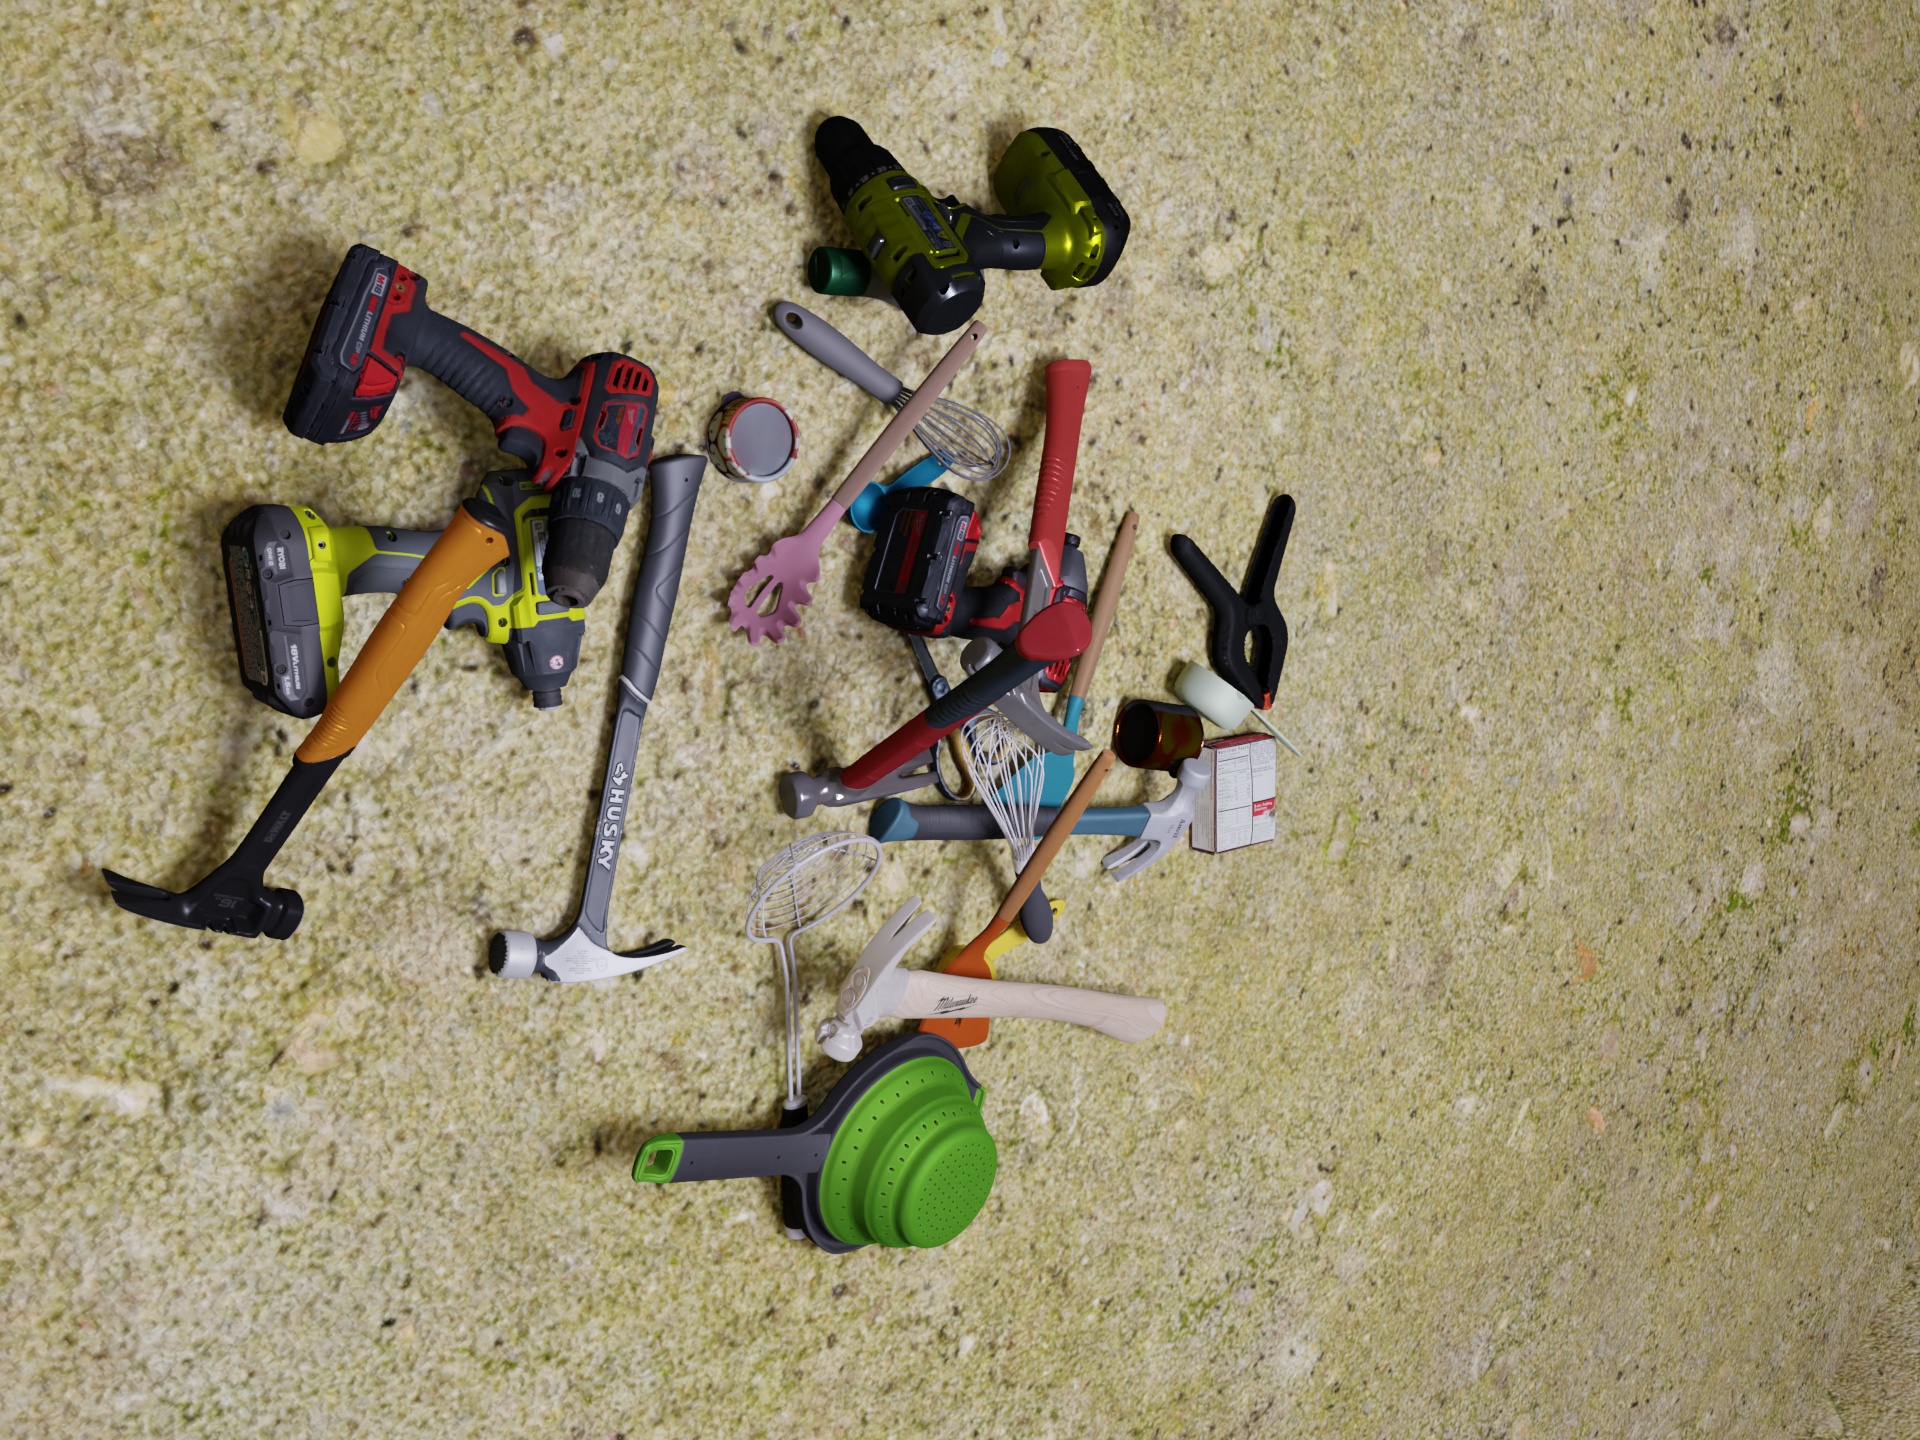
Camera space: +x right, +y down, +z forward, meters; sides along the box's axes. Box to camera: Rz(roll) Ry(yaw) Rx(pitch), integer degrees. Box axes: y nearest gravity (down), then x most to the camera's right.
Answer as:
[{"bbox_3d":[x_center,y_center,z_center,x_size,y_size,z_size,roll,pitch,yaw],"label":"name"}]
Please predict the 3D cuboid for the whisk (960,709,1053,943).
[{"bbox_3d":[0.050,0.098,1.366,0.070,0.070,0.284,-38,138,-26],"label":"whisk"}]

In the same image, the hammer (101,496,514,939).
[{"bbox_3d":[-0.393,-0.001,0.996,0.337,0.034,0.127,-52,144,10],"label":"hammer"}]

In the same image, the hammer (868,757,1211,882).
[{"bbox_3d":[0.071,0.090,1.430,0.330,0.033,0.128,2,125,-31],"label":"hammer"}]

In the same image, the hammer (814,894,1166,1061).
[{"bbox_3d":[0.058,0.238,1.388,0.410,0.038,0.146,16,113,-47],"label":"hammer"}]

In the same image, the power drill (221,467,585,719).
[{"bbox_3d":[-0.364,-0.077,1.075,0.223,0.080,0.171,-12,104,-38],"label":"power drill"}]

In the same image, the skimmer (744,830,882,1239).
[{"bbox_3d":[-0.119,0.264,1.303,0.127,0.090,0.363,-11,105,-45],"label":"skimmer"}]

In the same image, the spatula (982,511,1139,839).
[{"bbox_3d":[0.106,-0.046,1.463,0.082,0.044,0.317,26,77,-36],"label":"spatula"}]

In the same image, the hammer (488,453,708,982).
[{"bbox_3d":[-0.244,-0.002,1.201,0.149,0.036,0.409,11,91,-38],"label":"hammer"}]

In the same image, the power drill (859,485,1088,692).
[{"bbox_3d":[0.027,-0.116,1.349,0.219,0.079,0.143,20,85,-46],"label":"power drill"}]

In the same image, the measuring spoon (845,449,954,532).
[{"bbox_3d":[-0.053,-0.196,1.326,0.128,0.021,0.042,-38,122,-36],"label":"measuring spoon"}]

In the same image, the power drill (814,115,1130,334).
[{"bbox_3d":[0.006,-0.407,1.263,0.228,0.080,0.191,-21,72,-37],"label":"power drill"}]

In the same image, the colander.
[{"bbox_3d":[-0.088,0.364,1.288,0.396,0.095,0.204,14,97,-49],"label":"colander"}]

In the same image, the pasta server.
[{"bbox_3d":[-0.078,-0.191,1.256,0.060,0.040,0.316,39,87,-21],"label":"pasta server"}]

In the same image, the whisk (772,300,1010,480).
[{"bbox_3d":[-0.053,-0.268,1.288,0.238,0.055,0.055,31,79,-30],"label":"whisk"}]

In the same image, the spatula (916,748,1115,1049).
[{"bbox_3d":[0.053,0.156,1.354,0.081,0.041,0.322,7,125,-37],"label":"spatula"}]

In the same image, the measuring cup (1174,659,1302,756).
[{"bbox_3d":[0.273,0.002,1.554,0.167,0.083,0.038,38,91,-28],"label":"measuring cup"}]

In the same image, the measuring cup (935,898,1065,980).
[{"bbox_3d":[0.044,0.209,1.453,0.156,0.029,0.062,-31,115,-26],"label":"measuring cup"}]

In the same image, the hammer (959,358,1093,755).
[{"bbox_3d":[0.078,-0.153,1.322,0.149,0.037,0.359,40,49,-41],"label":"hammer"}]

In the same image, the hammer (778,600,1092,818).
[{"bbox_3d":[-0.002,-0.004,1.177,0.143,0.386,0.038,-12,78,-31],"label":"hammer"}]

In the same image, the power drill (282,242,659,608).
[{"bbox_3d":[-0.312,-0.187,1.037,0.226,0.080,0.188,21,60,-28],"label":"power drill"}]
